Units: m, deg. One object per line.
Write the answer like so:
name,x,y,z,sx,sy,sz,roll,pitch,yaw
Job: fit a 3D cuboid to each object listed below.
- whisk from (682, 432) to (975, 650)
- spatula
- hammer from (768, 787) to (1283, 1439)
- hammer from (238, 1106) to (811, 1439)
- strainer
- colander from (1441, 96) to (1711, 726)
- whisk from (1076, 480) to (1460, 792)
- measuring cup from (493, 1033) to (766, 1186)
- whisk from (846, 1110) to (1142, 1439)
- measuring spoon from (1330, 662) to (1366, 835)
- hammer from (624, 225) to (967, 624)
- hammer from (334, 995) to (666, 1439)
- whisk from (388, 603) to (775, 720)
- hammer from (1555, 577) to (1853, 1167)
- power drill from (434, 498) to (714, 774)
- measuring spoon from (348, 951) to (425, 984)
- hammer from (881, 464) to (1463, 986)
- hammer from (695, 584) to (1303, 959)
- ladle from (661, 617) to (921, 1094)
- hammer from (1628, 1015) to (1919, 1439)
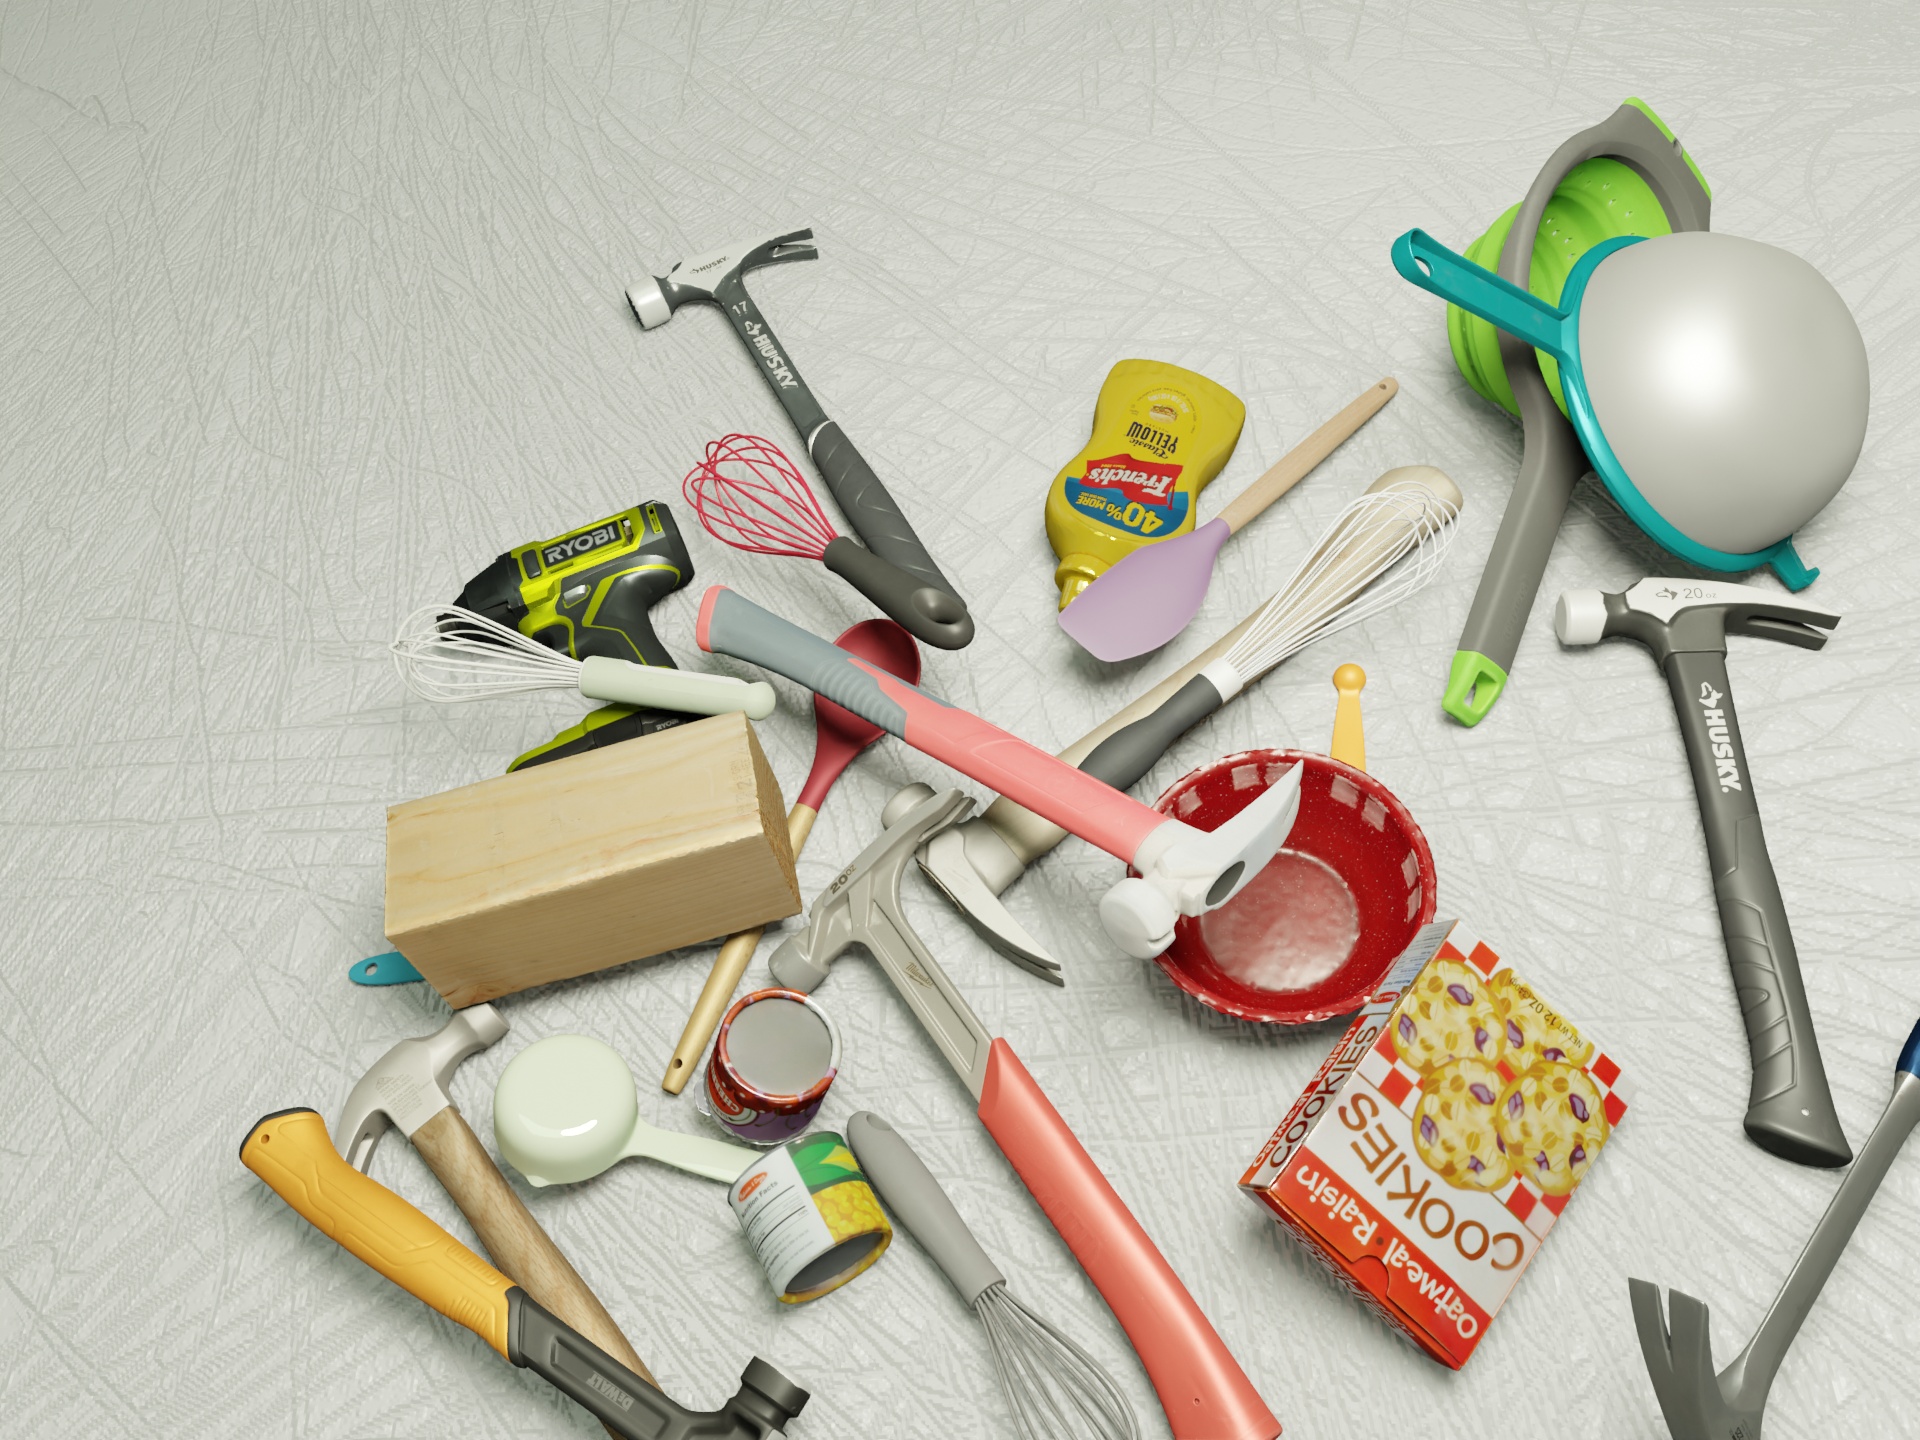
whisk,-0.086,-0.112,0.993,0.073,0.073,0.296,-40,47,-15
spatula,0.182,-0.133,0.997,0.060,0.018,0.316,41,63,18
hammer,0.043,0.205,0.810,0.149,0.036,0.359,-44,61,8
hammer,-0.242,0.295,0.789,0.337,0.034,0.127,25,64,23
strainer,0.389,-0.212,0.869,0.340,0.095,0.211,16,68,-27
colander,0.343,-0.183,0.981,0.094,0.204,0.397,7,71,55
whisk,0.173,-0.042,0.909,0.284,0.070,0.070,-39,59,-9
measuring cup,-0.167,0.214,0.843,0.167,0.038,0.083,14,47,5
whisk,0.010,0.282,0.781,0.055,0.055,0.239,-36,54,-12
measuring spoon,0.226,0.014,0.927,0.021,0.011,0.117,2,59,12
hammer,-0.100,-0.212,1.121,0.149,0.036,0.409,-27,58,-8
hammer,-0.219,0.292,0.826,0.130,0.031,0.332,-40,60,-15
whisk,-0.224,-0.027,0.928,0.246,0.058,0.059,8,91,14
hammer,0.417,0.067,0.842,0.146,0.035,0.335,-1,59,7
power drill,-0.238,-0.030,1.010,0.171,0.080,0.223,-22,53,-4
measuring spoon,-0.305,0.139,0.944,0.128,0.021,0.042,-9,57,4
hammer,0.154,-0.017,0.948,0.410,0.038,0.146,-38,60,-14
hammer,-0.001,-0.003,0.885,0.387,0.038,0.143,28,48,35
ladle,-0.102,0.075,0.944,0.069,0.031,0.315,14,64,22
hammer,0.437,0.175,0.737,0.405,0.144,0.035,-44,22,-23
